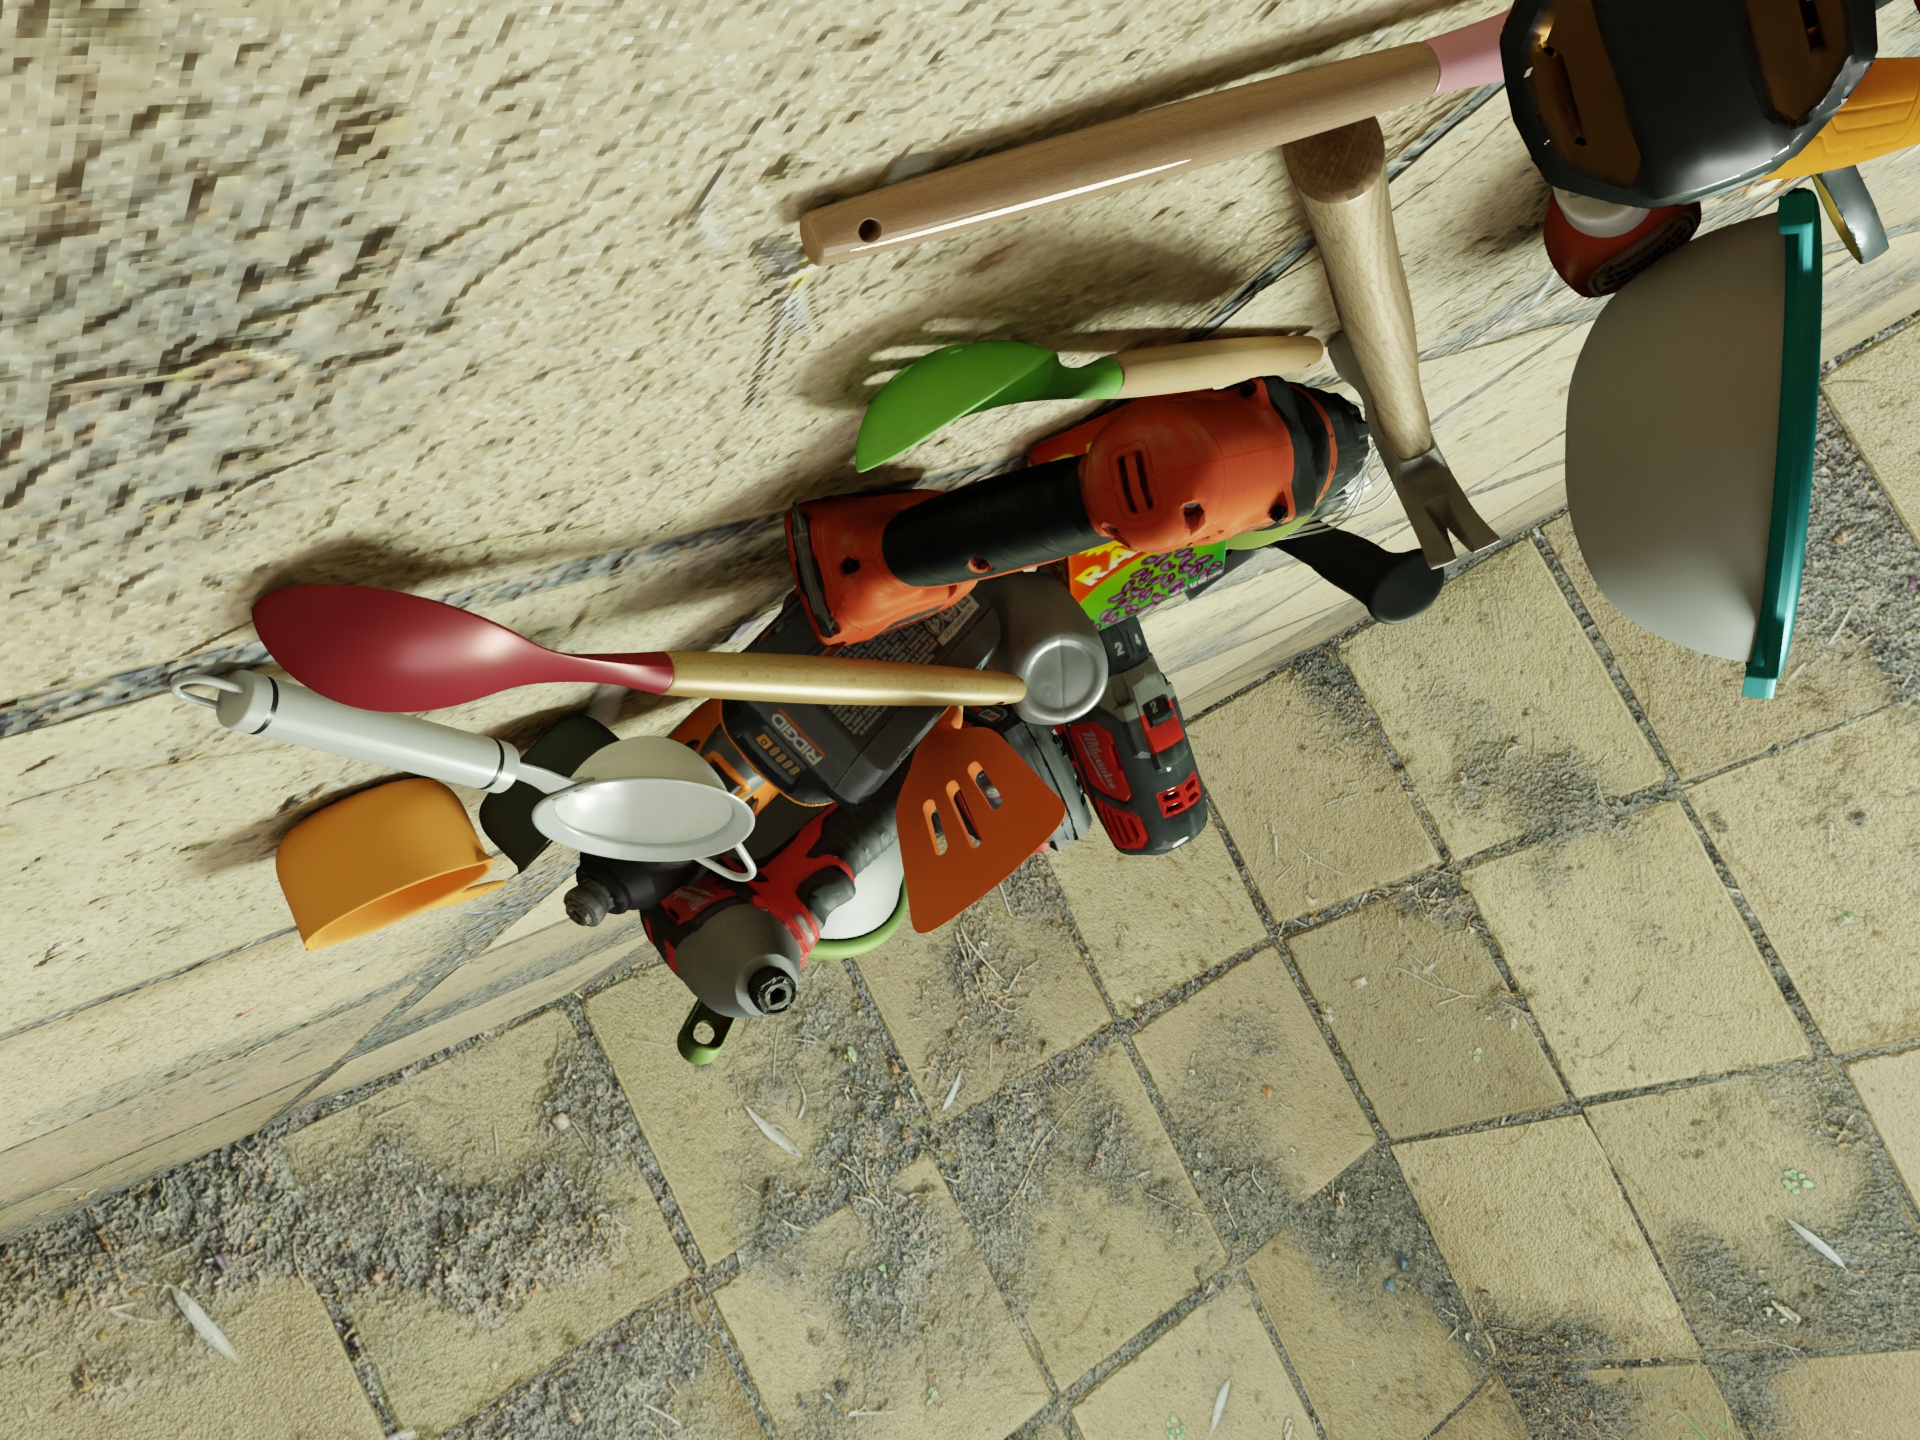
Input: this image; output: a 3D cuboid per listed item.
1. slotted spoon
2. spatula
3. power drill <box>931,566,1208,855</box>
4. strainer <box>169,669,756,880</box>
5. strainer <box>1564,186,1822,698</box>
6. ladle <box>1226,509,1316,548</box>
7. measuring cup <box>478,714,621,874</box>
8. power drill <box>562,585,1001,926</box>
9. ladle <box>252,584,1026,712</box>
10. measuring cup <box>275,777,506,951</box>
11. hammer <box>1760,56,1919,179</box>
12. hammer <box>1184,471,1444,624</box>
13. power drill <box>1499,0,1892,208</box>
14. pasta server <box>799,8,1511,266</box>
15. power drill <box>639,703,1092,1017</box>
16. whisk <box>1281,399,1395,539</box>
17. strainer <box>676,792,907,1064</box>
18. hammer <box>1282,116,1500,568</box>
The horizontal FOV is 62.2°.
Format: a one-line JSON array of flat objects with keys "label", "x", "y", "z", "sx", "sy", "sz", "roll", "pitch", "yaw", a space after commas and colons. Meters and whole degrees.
[{"label": "slotted spoon", "x": 0.067, "y": -0.131, "z": 0.604, "sx": 0.070, "sy": 0.031, "sz": 0.313, "roll": -21, "pitch": 180, "yaw": 40}, {"label": "spatula", "x": -0.001, "y": -0.002, "z": 0.773, "sx": 0.081, "sy": 0.041, "sz": 0.323, "roll": -41, "pitch": -165, "yaw": 12}, {"label": "power drill", "x": 0.039, "y": -0.013, "z": 0.949, "sx": 0.080, "sy": 0.188, "sz": 0.227, "roll": -27, "pitch": -166, "yaw": -33}, {"label": "strainer", "x": -0.162, "y": 0.016, "z": 0.576, "sx": 0.087, "sy": 0.050, "sz": 0.258, "roll": -19, "pitch": 157, "yaw": 29}, {"label": "strainer", "x": 0.344, "y": -0.137, "z": 0.765, "sx": 0.095, "sy": 0.211, "sz": 0.340, "roll": 3, "pitch": -166, "yaw": 22}, {"label": "ladle", "x": 0.105, "y": -0.085, "z": 0.908, "sx": 0.062, "sy": 0.078, "sz": 0.320, "roll": 21, "pitch": 156, "yaw": -13}, {"label": "measuring cup", "x": -0.195, "y": 0.025, "z": 0.791, "sx": 0.083, "sy": 0.038, "sz": 0.168, "roll": -46, "pitch": -172, "yaw": 2}, {"label": "power drill", "x": -0.095, "y": 0.015, "z": 0.726, "sx": 0.226, "sy": 0.084, "sz": 0.164, "roll": -33, "pitch": -167, "yaw": 52}, {"label": "ladle", "x": -0.084, "y": -0.016, "z": 0.555, "sx": 0.069, "sy": 0.031, "sz": 0.315, "roll": -18, "pitch": 166, "yaw": 42}, {"label": "measuring cup", "x": -0.263, "y": 0.065, "z": 0.767, "sx": 0.095, "sy": 0.052, "sz": 0.173, "roll": -26, "pitch": 176, "yaw": 2}, {"label": "hammer", "x": 0.353, "y": -0.222, "z": 0.591, "sx": 0.337, "sy": 0.127, "sz": 0.034, "roll": -21, "pitch": -152, "yaw": -38}, {"label": "hammer", "x": 0.211, "y": -0.099, "z": 0.941, "sx": 0.146, "sy": 0.035, "sz": 0.335, "roll": -29, "pitch": -168, "yaw": 6}, {"label": "power drill", "x": 0.226, "y": -0.183, "z": 0.305, "sx": 0.226, "sy": 0.084, "sz": 0.185, "roll": -14, "pitch": -155, "yaw": 34}, {"label": "pasta server", "x": 0.106, "y": -0.167, "z": 0.423, "sx": 0.316, "sy": 0.060, "sz": 0.040, "roll": -21, "pitch": -152, "yaw": -18}, {"label": "power drill", "x": -0.051, "y": 0.069, "z": 0.811, "sx": 0.219, "sy": 0.078, "sz": 0.143, "roll": -33, "pitch": -155, "yaw": -16}, {"label": "whisk", "x": 0.137, "y": -0.111, "z": 0.948, "sx": 0.284, "sy": 0.070, "sz": 0.070, "roll": -25, "pitch": 176, "yaw": 43}, {"label": "strainer", "x": -0.100, "y": 0.092, "z": 0.914, "sx": 0.069, "sy": 0.151, "sz": 0.256, "roll": -58, "pitch": -175, "yaw": 32}, {"label": "hammer", "x": 0.161, "y": -0.142, "z": 0.603, "sx": 0.031, "sy": 0.130, "sz": 0.331, "roll": -25, "pitch": 166, "yaw": 15}]
